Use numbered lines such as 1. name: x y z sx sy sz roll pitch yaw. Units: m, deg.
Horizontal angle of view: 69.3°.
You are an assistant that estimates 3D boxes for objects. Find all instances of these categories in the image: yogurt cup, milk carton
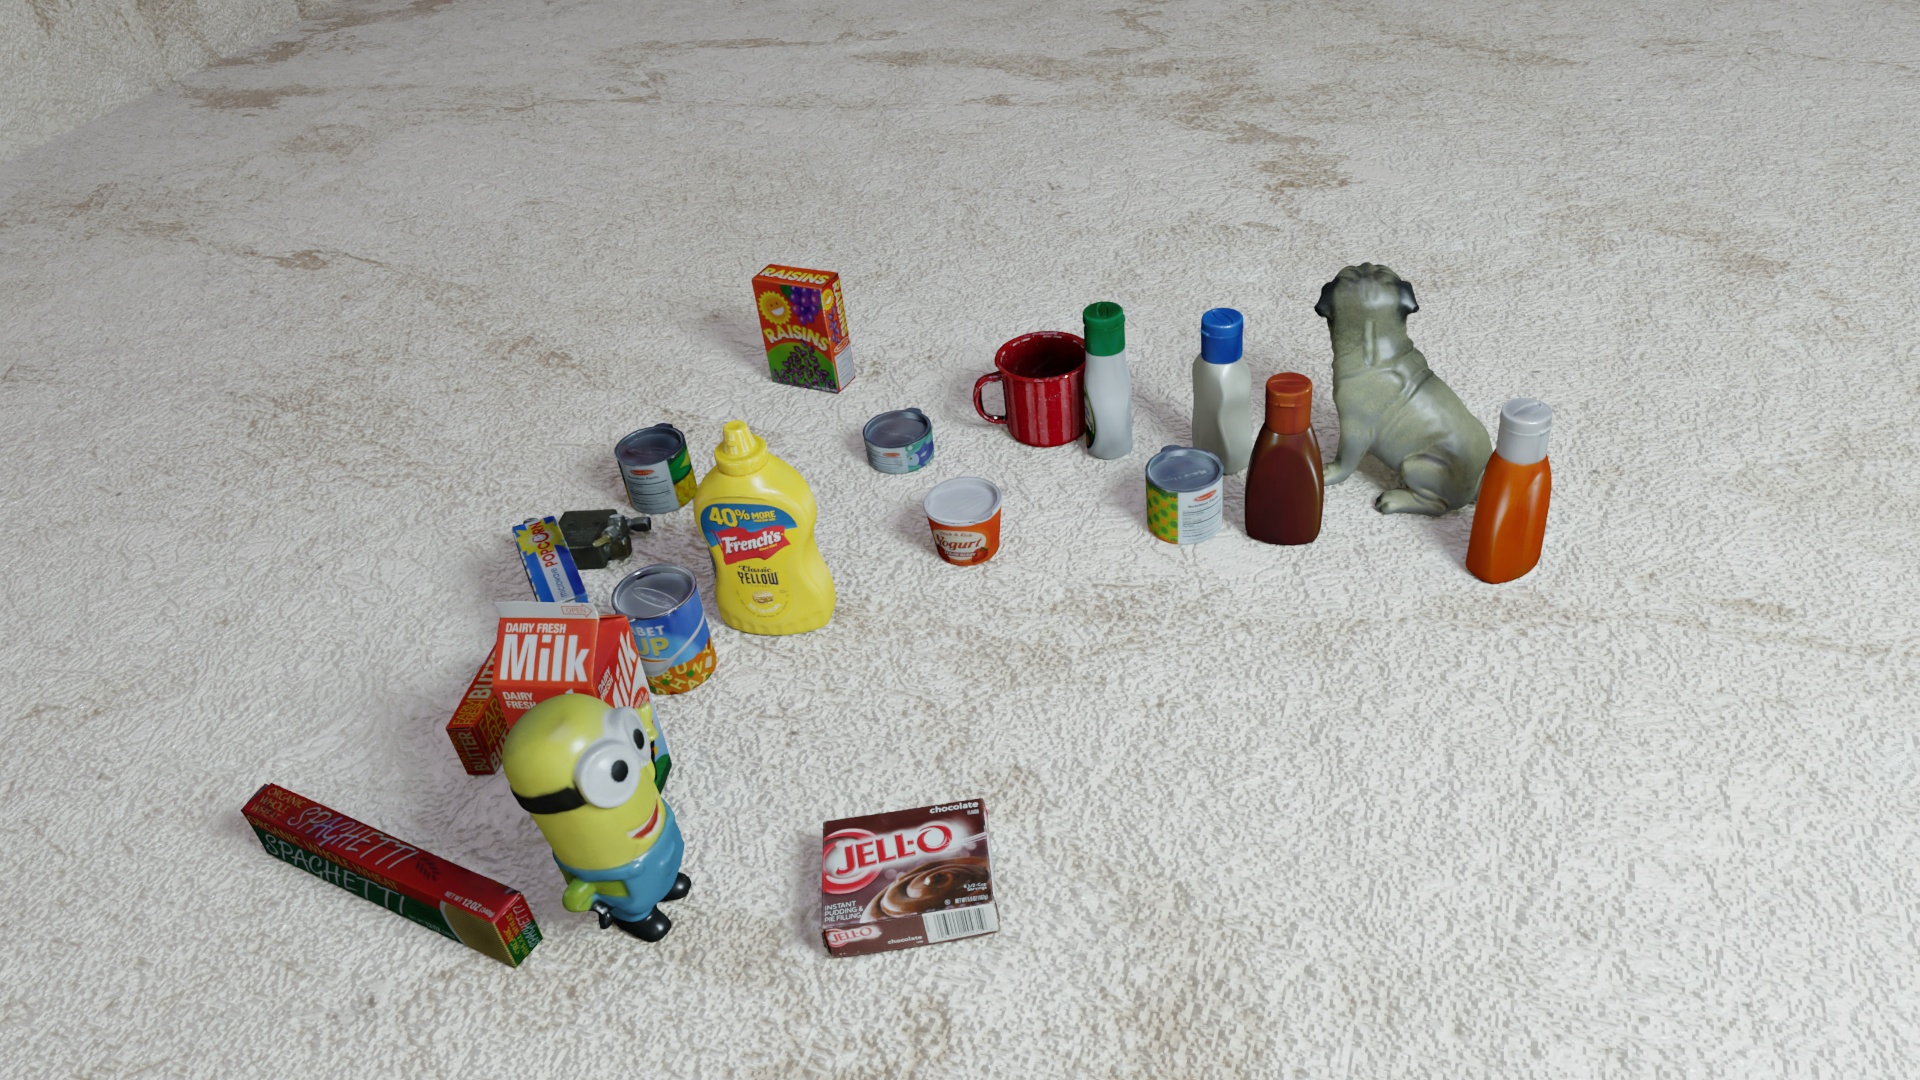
1. yogurt cup: 0.004 -0.015 1.195 0.072 0.053 0.073 -5 37 4
2. milk carton: -0.261 0.115 0.956 0.072 0.189 0.074 0 38 9

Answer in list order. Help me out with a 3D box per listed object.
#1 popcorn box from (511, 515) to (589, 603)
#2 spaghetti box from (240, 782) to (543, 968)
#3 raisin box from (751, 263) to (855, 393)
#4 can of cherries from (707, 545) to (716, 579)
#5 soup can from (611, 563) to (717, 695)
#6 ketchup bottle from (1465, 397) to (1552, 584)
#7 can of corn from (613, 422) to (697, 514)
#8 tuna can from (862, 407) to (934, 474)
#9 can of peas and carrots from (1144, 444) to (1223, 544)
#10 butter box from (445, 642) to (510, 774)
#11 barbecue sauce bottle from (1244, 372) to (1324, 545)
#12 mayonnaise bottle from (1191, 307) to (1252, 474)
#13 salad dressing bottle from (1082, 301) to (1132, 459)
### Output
1. popcorn box: -0.328 0.048 1.141 0.038 0.084 0.127 -20 39 -17
2. spaghetti box: -0.392 0.225 0.948 0.250 0.050 0.029 14 42 25
3. raisin box: -0.160 -0.219 1.433 0.086 0.122 0.040 13 41 25
4. can of cherries: -0.183 0.004 1.198 0.071 0.058 0.072 -5 37 4
5. soup can: -0.234 0.072 1.096 0.071 0.083 0.072 -5 37 4
6. ketchup bottle: 0.430 -0.039 1.077 0.065 0.148 0.043 -25 40 -22
7. can of corn: -0.285 -0.068 1.309 0.071 0.058 0.071 -5 37 4
8. tuna can: -0.058 -0.096 1.329 0.071 0.032 0.071 -5 37 4
9. can of peas and carrots: 0.191 -0.040 1.192 0.071 0.058 0.071 -5 37 4
10. butter box: -0.357 0.126 1.070 0.024 0.052 0.104 0 38 10
11. barbecue sauce bottle: 0.267 -0.066 1.140 0.065 0.147 0.044 5 39 16
12. mayonnaise bottle: 0.233 -0.134 1.235 0.041 0.147 0.065 -21 39 -17
13. salad dressing bottle: 0.133 -0.145 1.268 0.044 0.146 0.064 -4 37 4
